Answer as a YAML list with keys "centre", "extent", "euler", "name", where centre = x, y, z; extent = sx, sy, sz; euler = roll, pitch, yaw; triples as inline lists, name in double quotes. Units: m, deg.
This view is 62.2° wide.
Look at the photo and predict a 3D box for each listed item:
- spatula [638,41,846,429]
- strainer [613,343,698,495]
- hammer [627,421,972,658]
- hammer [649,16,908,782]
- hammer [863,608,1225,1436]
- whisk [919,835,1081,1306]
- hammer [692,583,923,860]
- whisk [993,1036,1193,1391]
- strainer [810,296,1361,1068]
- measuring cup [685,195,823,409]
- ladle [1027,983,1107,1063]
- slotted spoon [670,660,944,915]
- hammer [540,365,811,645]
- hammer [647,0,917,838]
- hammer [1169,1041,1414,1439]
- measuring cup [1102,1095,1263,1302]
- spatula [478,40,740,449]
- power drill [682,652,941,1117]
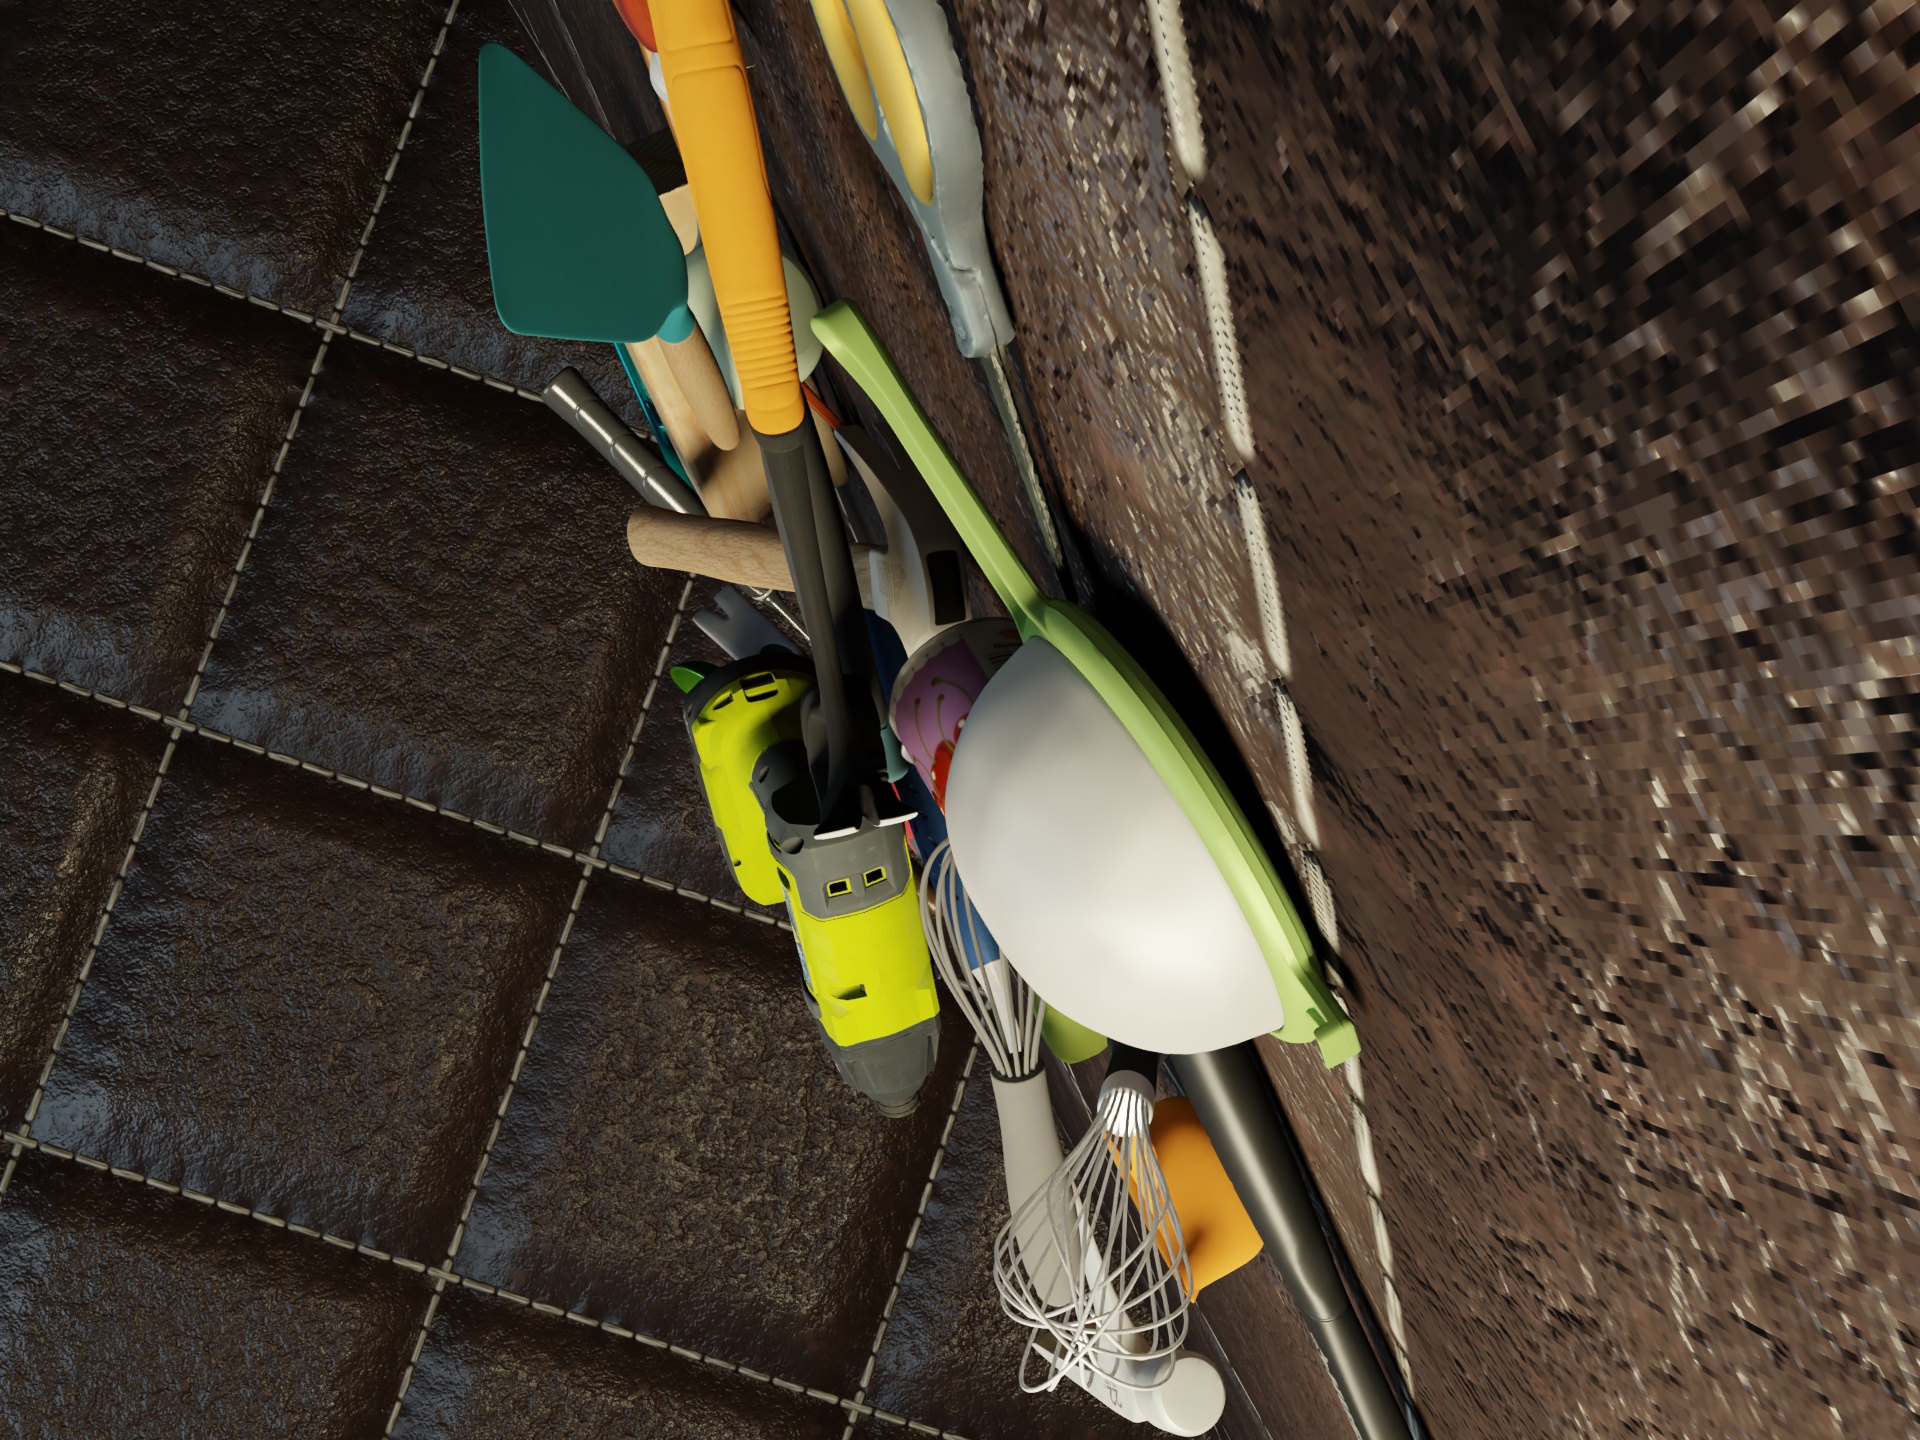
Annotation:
- centre: [-0.117, -0.271, 0.786]
  extent: [0.081, 0.041, 0.322]
  euler: [-128, 17, -63]
  name: "spatula"
- centre: [-0.196, -0.260, 1.210]
  extent: [0.340, 0.095, 0.211]
  euler: [85, 161, -81]
  name: "strainer"
- centre: [-0.093, -0.082, 0.783]
  extent: [0.331, 0.031, 0.130]
  euler: [18, 115, 56]
  name: "hammer"
- centre: [-0.075, -0.134, 0.648]
  extent: [0.128, 0.033, 0.331]
  euler: [-165, 60, -81]
  name: "hammer"
- centre: [0.014, 0.128, 0.762]
  extent: [0.406, 0.035, 0.144]
  euler: [70, 159, 9]
  name: "hammer"
- centre: [0.025, 0.144, 0.647]
  extent: [0.055, 0.055, 0.238]
  euler: [-128, 26, -66]
  name: "whisk"
- centre: [-0.048, 0.051, 1.064]
  extent: [0.143, 0.038, 0.385]
  euler: [40, 171, 35]
  name: "hammer"
- centre: [0.060, 0.162, 0.611]
  extent: [0.070, 0.070, 0.284]
  euler: [64, -165, -6]
  name: "whisk"
- centre: [0.010, -0.001, 0.468]
  extent: [0.256, 0.069, 0.151]
  euler: [57, 175, -1]
  name: "strainer"
- centre: [-0.103, -0.229, 0.728]
  extent: [0.038, 0.083, 0.167]
  euler: [-11, 87, 46]
  name: "measuring cup"
- centre: [0.015, 0.126, 0.922]
  extent: [0.320, 0.062, 0.078]
  euler: [9, 120, 71]
  name: "ladle"
- centre: [-0.097, 0.035, 1.002]
  extent: [0.314, 0.031, 0.070]
  euler: [38, 170, 44]
  name: "slotted spoon"
- centre: [-0.123, -0.076, 1.063]
  extent: [0.408, 0.036, 0.149]
  euler: [46, 178, -22]
  name: "hammer"
- centre: [-0.067, -0.128, 0.525]
  extent: [0.127, 0.034, 0.336]
  euler: [-118, 16, -72]
  name: "hammer"
- centre: [0.130, 0.204, 0.591]
  extent: [0.334, 0.035, 0.146]
  euler: [65, 175, -10]
  name: "hammer"
- centre: [0.107, 0.208, 0.742]
  extent: [0.095, 0.052, 0.173]
  euler: [61, 172, 29]
  name: "measuring cup"
- centre: [-0.114, -0.142, 0.592]
  extent: [0.317, 0.044, 0.082]
  euler: [121, 144, -86]
  name: "spatula"
- centre: [-0.068, 0.073, 0.772]
  extent: [0.223, 0.080, 0.171]
  euler: [-128, 25, -60]
  name: "power drill"
